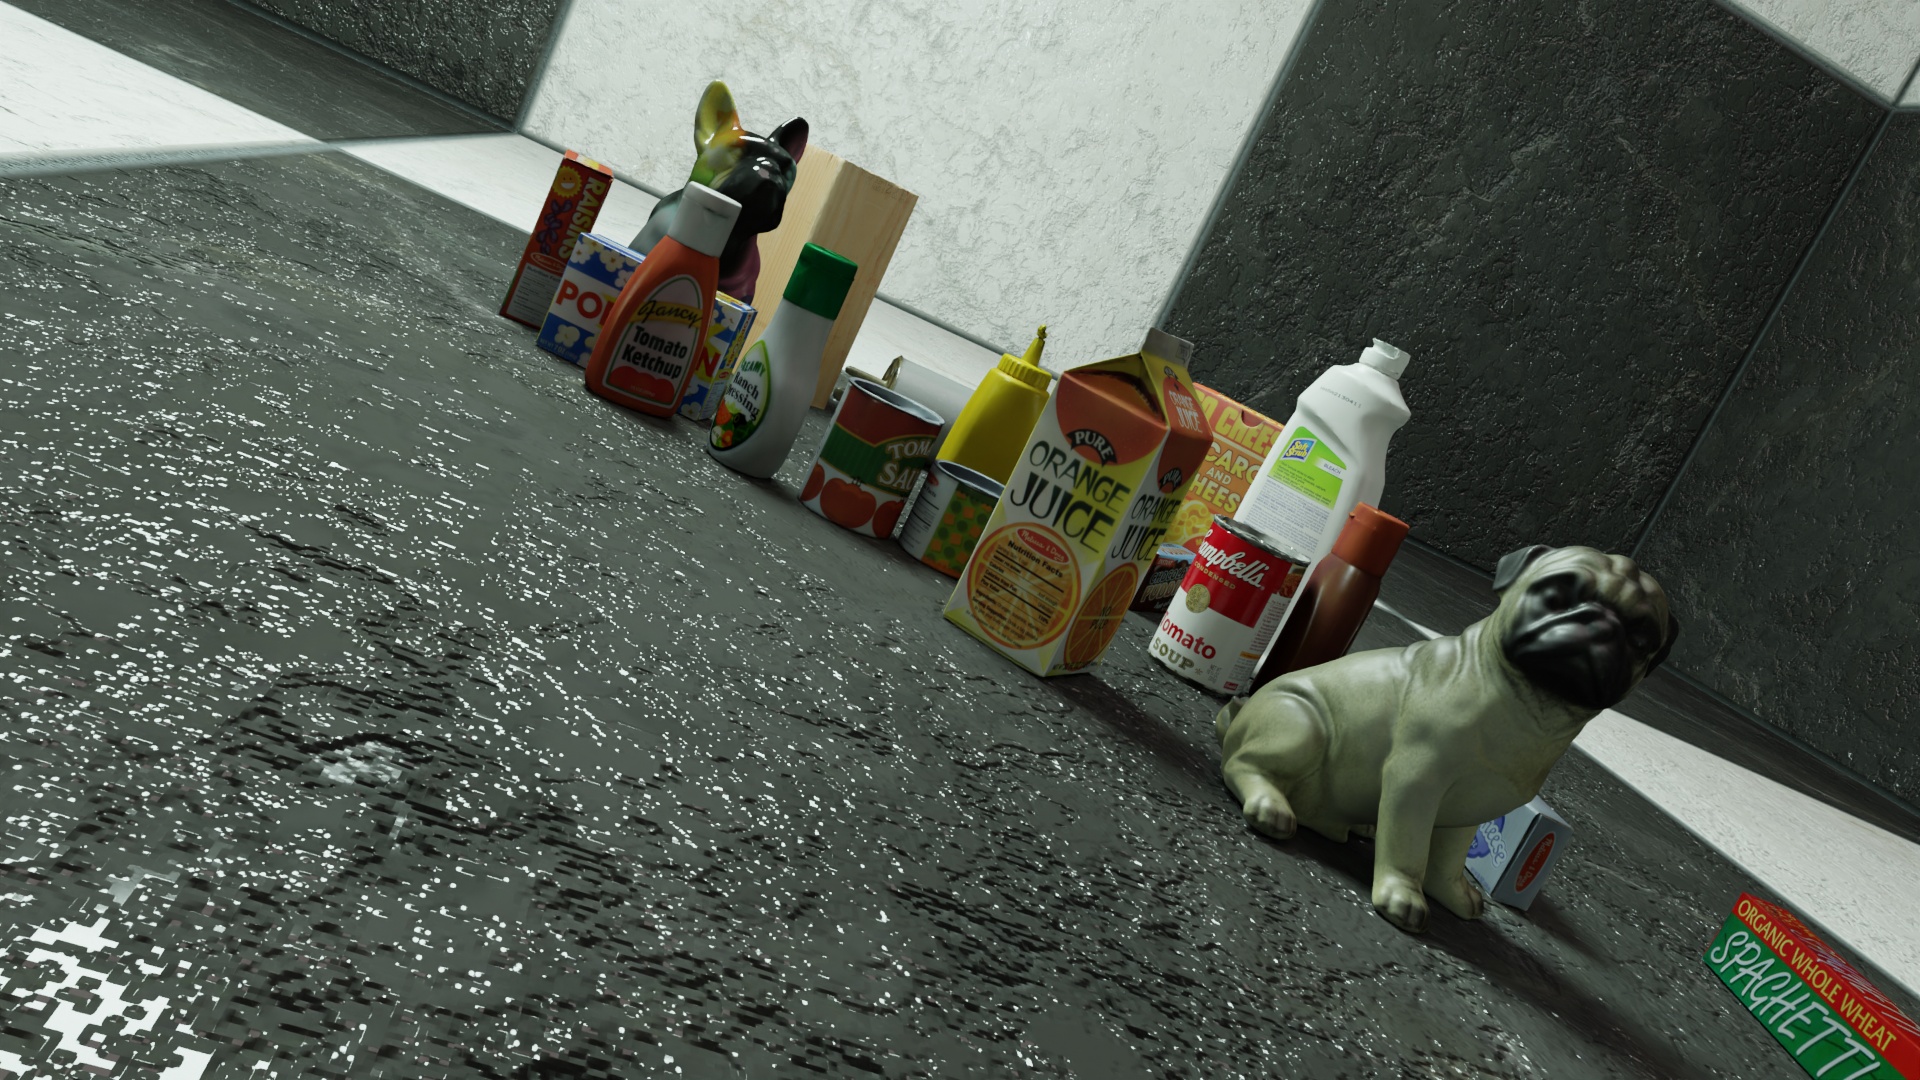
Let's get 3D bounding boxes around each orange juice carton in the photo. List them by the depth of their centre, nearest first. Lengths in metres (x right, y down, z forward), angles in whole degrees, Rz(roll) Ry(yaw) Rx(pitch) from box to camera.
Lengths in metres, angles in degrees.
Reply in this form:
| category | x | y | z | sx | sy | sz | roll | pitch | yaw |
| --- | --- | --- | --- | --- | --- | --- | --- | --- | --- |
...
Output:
| category | x | y | z | sx | sy | sz | roll | pitch | yaw |
| --- | --- | --- | --- | --- | --- | --- | --- | --- | --- |
| orange juice carton | 0.074 | -0.025 | 0.762 | 0.073 | 0.192 | 0.072 | 31 | 12 | 26 |

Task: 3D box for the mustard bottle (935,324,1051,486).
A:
| category | x | y | z | sx | sy | sz | roll | pitch | yaw |
| --- | --- | --- | --- | --- | --- | --- | --- | --- | --- |
| mustard bottle | 0.029 | -0.082 | 1.007 | 0.065 | 0.160 | 0.049 | 23 | 11 | -12 |

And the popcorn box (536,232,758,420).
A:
| category | x | y | z | sx | sy | sz | roll | pitch | yaw |
| --- | --- | --- | --- | --- | --- | --- | --- | --- | --- |
| popcorn box | -0.217 | -0.148 | 0.959 | 0.127 | 0.085 | 0.038 | 26 | 11 | 1 |

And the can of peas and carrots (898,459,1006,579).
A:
| category | x | y | z | sx | sy | sz | roll | pitch | yaw |
| --- | --- | --- | --- | --- | --- | --- | --- | --- | --- |
| can of peas and carrots | 0.003 | -0.011 | 0.886 | 0.071 | 0.058 | 0.071 | 25 | 11 | -5 |

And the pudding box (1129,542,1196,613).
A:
| category | x | y | z | sx | sy | sz | roll | pitch | yaw |
| --- | --- | --- | --- | --- | --- | --- | --- | --- | --- |
| pudding box | 0.147 | 0.027 | 1.051 | 0.030 | 0.049 | 0.084 | 32 | 13 | 31 |

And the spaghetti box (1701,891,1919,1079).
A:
| category | x | y | z | sx | sy | sz | roll | pitch | yaw |
| --- | --- | --- | --- | --- | --- | --- | --- | --- | --- |
| spaghetti box | 0.443 | 0.249 | 0.685 | 0.029 | 0.050 | 0.250 | 26 | 11 | 0 |

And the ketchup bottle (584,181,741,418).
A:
| category | x | y | z | sx | sy | sz | roll | pitch | yaw |
| --- | --- | --- | --- | --- | --- | --- | --- | --- | --- |
| ketchup bottle | -0.188 | -0.157 | 0.901 | 0.065 | 0.148 | 0.043 | 19 | 12 | -30 |

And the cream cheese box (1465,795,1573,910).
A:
| category | x | y | z | sx | sy | sz | roll | pitch | yaw |
| --- | --- | --- | --- | --- | --- | --- | --- | --- | --- |
| cream cheese box | 0.297 | 0.157 | 0.776 | 0.024 | 0.053 | 0.104 | 24 | 11 | -8 |

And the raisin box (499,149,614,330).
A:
| category | x | y | z | sx | sy | sz | roll | pitch | yaw |
| --- | --- | --- | --- | --- | --- | --- | --- | --- | --- |
| raisin box | -0.296 | -0.222 | 1.025 | 0.040 | 0.123 | 0.086 | 22 | 11 | -19 |

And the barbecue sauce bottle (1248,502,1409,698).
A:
| category | x | y | z | sx | sy | sz | roll | pitch | yaw |
| --- | --- | --- | --- | --- | --- | --- | --- | --- | --- |
| barbecue sauce bottle | 0.240 | 0.048 | 0.906 | 0.044 | 0.148 | 0.065 | 26 | 11 | 1 |

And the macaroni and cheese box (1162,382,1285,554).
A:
| category | x | y | z | sx | sy | sz | roll | pitch | yaw |
| --- | --- | --- | --- | --- | --- | --- | --- | --- | --- |
| macaroni and cheese box | 0.202 | -0.025 | 1.109 | 0.124 | 0.166 | 0.040 | 32 | 12 | 30 |

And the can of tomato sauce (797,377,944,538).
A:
| category | x | y | z | sx | sy | sz | roll | pitch | yaw |
| --- | --- | --- | --- | --- | --- | --- | --- | --- | --- |
| can of tomato sauce | -0.055 | -0.051 | 0.878 | 0.071 | 0.083 | 0.071 | 25 | 11 | -5 |

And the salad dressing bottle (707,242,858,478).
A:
| category | x | y | z | sx | sy | sz | roll | pitch | yaw |
| --- | --- | --- | --- | --- | --- | --- | --- | --- | --- |
| salad dressing bottle | -0.111 | -0.113 | 0.875 | 0.044 | 0.147 | 0.064 | 17 | 14 | -40 |
